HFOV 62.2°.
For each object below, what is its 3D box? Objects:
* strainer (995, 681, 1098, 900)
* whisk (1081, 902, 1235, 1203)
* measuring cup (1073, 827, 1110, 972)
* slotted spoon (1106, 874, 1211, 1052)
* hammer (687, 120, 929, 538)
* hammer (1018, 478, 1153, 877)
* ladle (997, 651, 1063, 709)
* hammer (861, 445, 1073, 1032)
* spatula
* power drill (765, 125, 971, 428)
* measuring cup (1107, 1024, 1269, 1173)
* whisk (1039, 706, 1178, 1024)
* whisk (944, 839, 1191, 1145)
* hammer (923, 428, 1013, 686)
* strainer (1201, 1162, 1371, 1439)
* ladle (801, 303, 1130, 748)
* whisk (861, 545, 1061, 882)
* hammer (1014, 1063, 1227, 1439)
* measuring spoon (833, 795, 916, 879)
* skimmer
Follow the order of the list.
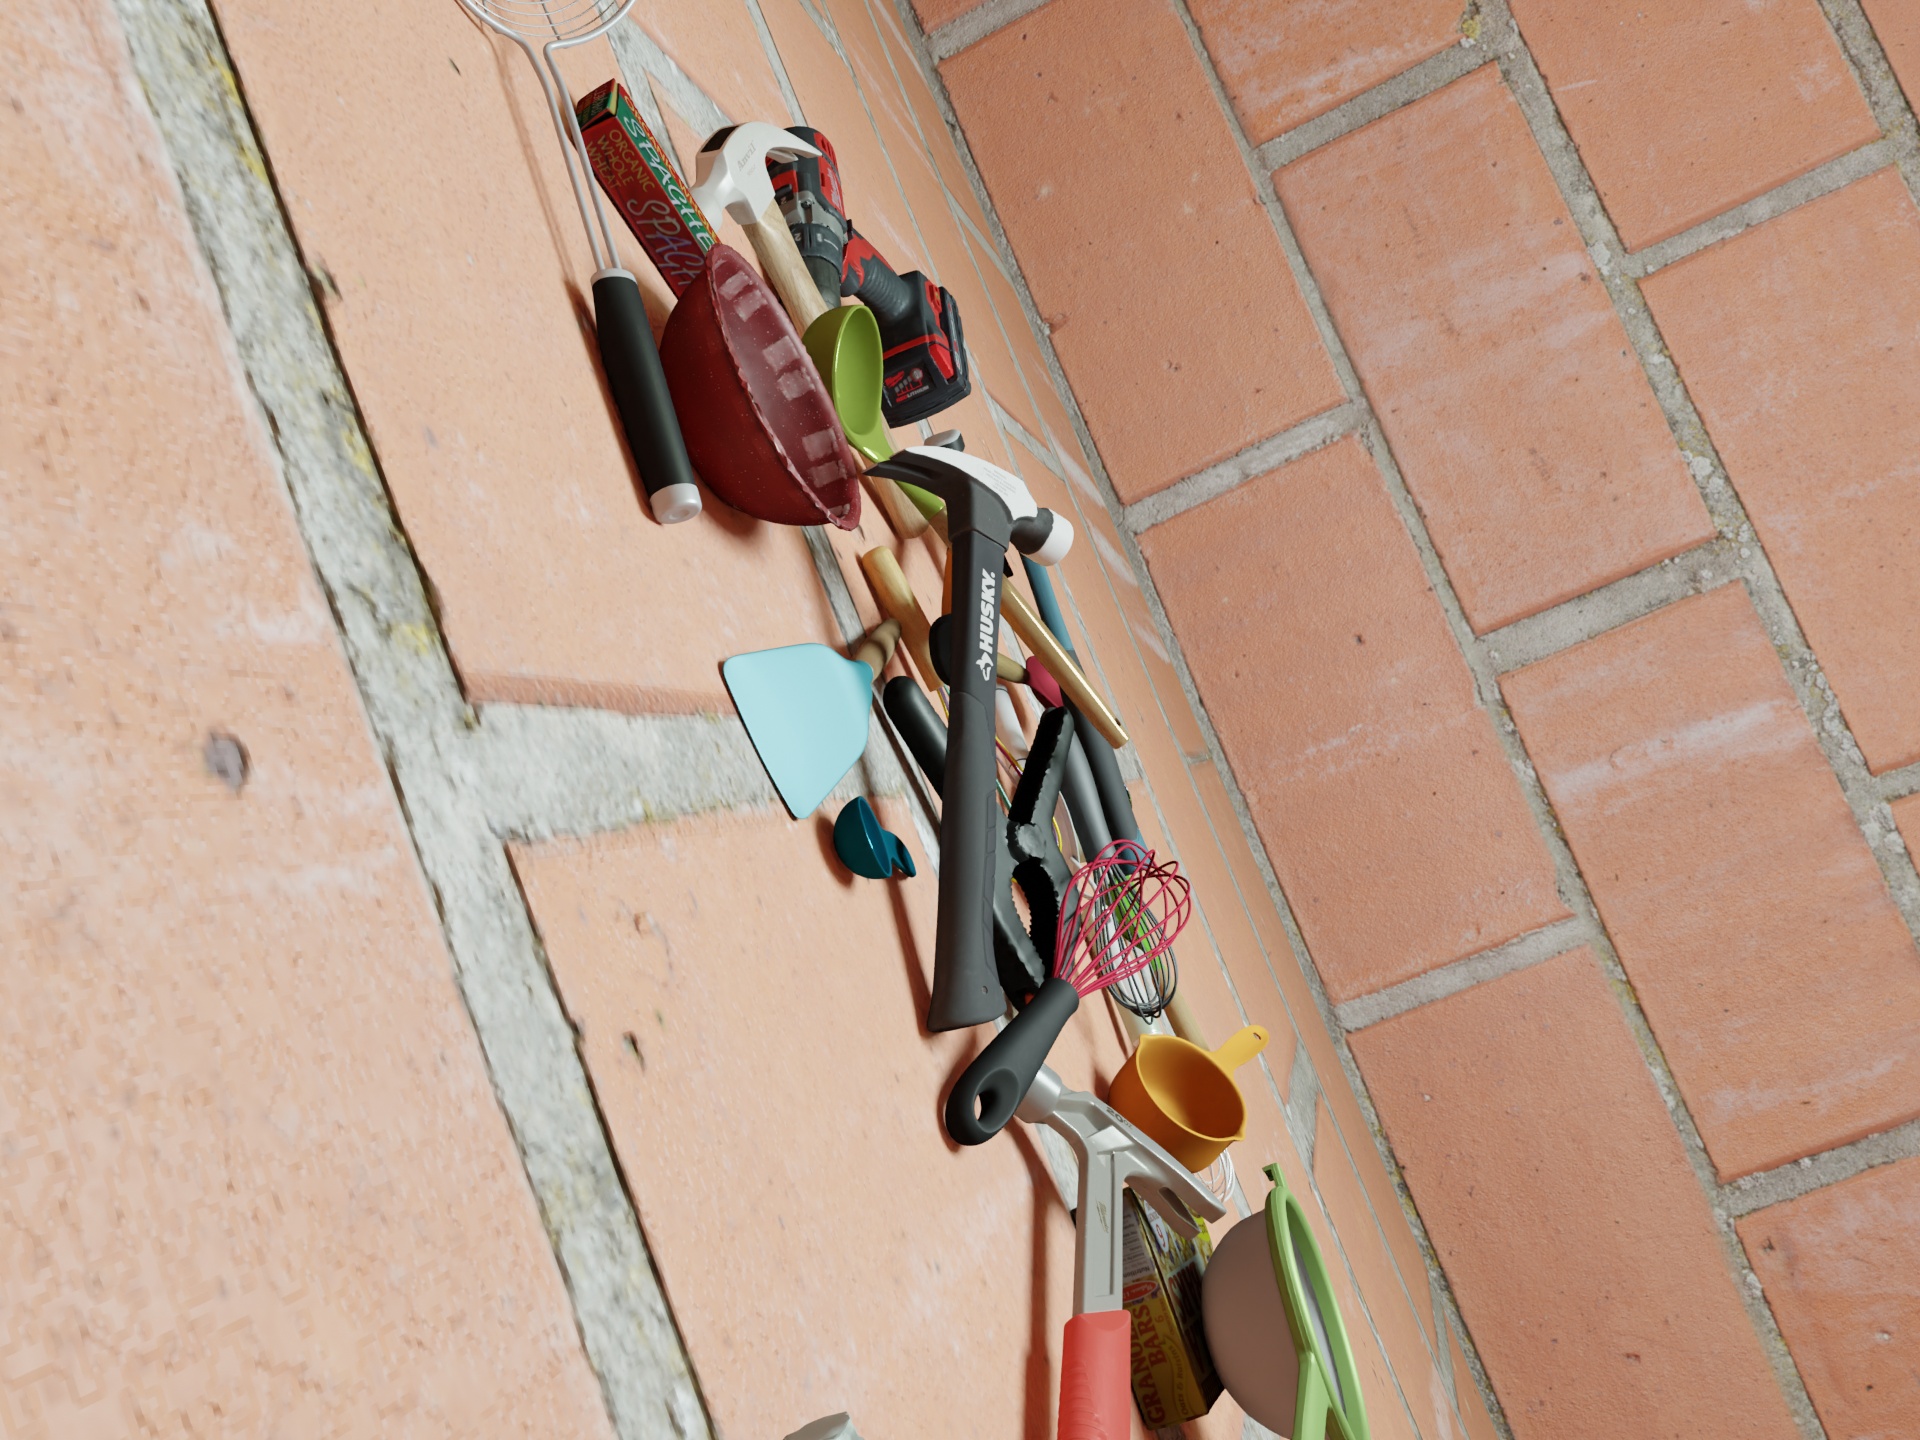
[{"bbox_3d":[0.045,0.044,1.150,0.259,0.050,0.086,-107,-165,-53],"label":"strainer"},{"bbox_3d":[0.143,0.244,1.184,0.057,0.059,0.247,-5,58,-29],"label":"whisk"},{"bbox_3d":[0.081,0.111,1.175,0.083,0.038,0.168,78,3,-61],"label":"measuring cup"},{"bbox_3d":[0.163,0.214,1.249,0.070,0.031,0.314,59,4,-27],"label":"slotted spoon"},{"bbox_3d":[-0.088,-0.250,1.072,0.331,0.031,0.130,61,42,-46],"label":"hammer"},{"bbox_3d":[0.084,-0.036,1.215,0.128,0.033,0.331,56,16,-71],"label":"hammer"},{"bbox_3d":[0.037,-0.039,1.210,0.069,0.031,0.315,53,12,18],"label":"ladle"},{"bbox_3d":[0.002,0.003,0.857,0.146,0.035,0.335,26,56,-40],"label":"hammer"},{"bbox_3d":[-0.063,-0.027,0.875,0.082,0.044,0.317,64,8,-8],"label":"spatula"},{"bbox_3d":[-0.077,-0.317,1.215,0.226,0.080,0.188,43,34,-53],"label":"power drill"},{"bbox_3d":[0.165,0.255,1.104,0.095,0.052,0.173,44,29,20],"label":"measuring cup"},{"bbox_3d":[0.098,0.099,1.122,0.055,0.055,0.239,35,34,-67],"label":"whisk"},{"bbox_3d":[0.062,0.142,0.870,0.073,0.073,0.296,64,32,-9],"label":"whisk"},{"bbox_3d":[0.003,-0.097,1.094,0.337,0.034,0.127,-88,159,-65],"label":"hammer"},{"bbox_3d":[0.163,0.348,0.844,0.256,0.069,0.151,-10,81,-76],"label":"strainer"},{"bbox_3d":[0.011,-0.112,0.967,0.320,0.062,0.078,50,32,-10],"label":"ladle"},{"bbox_3d":[-0.003,-0.002,1.042,0.245,0.047,0.051,62,14,0],"label":"whisk"},{"bbox_3d":[0.068,0.304,0.717,0.149,0.036,0.359,41,22,-13],"label":"hammer"},{"bbox_3d":[-0.043,0.069,0.810,0.128,0.021,0.042,55,15,-75],"label":"measuring spoon"},{"bbox_3d":[-0.164,-0.272,0.739,0.127,0.090,0.363,-6,72,-43],"label":"skimmer"}]
